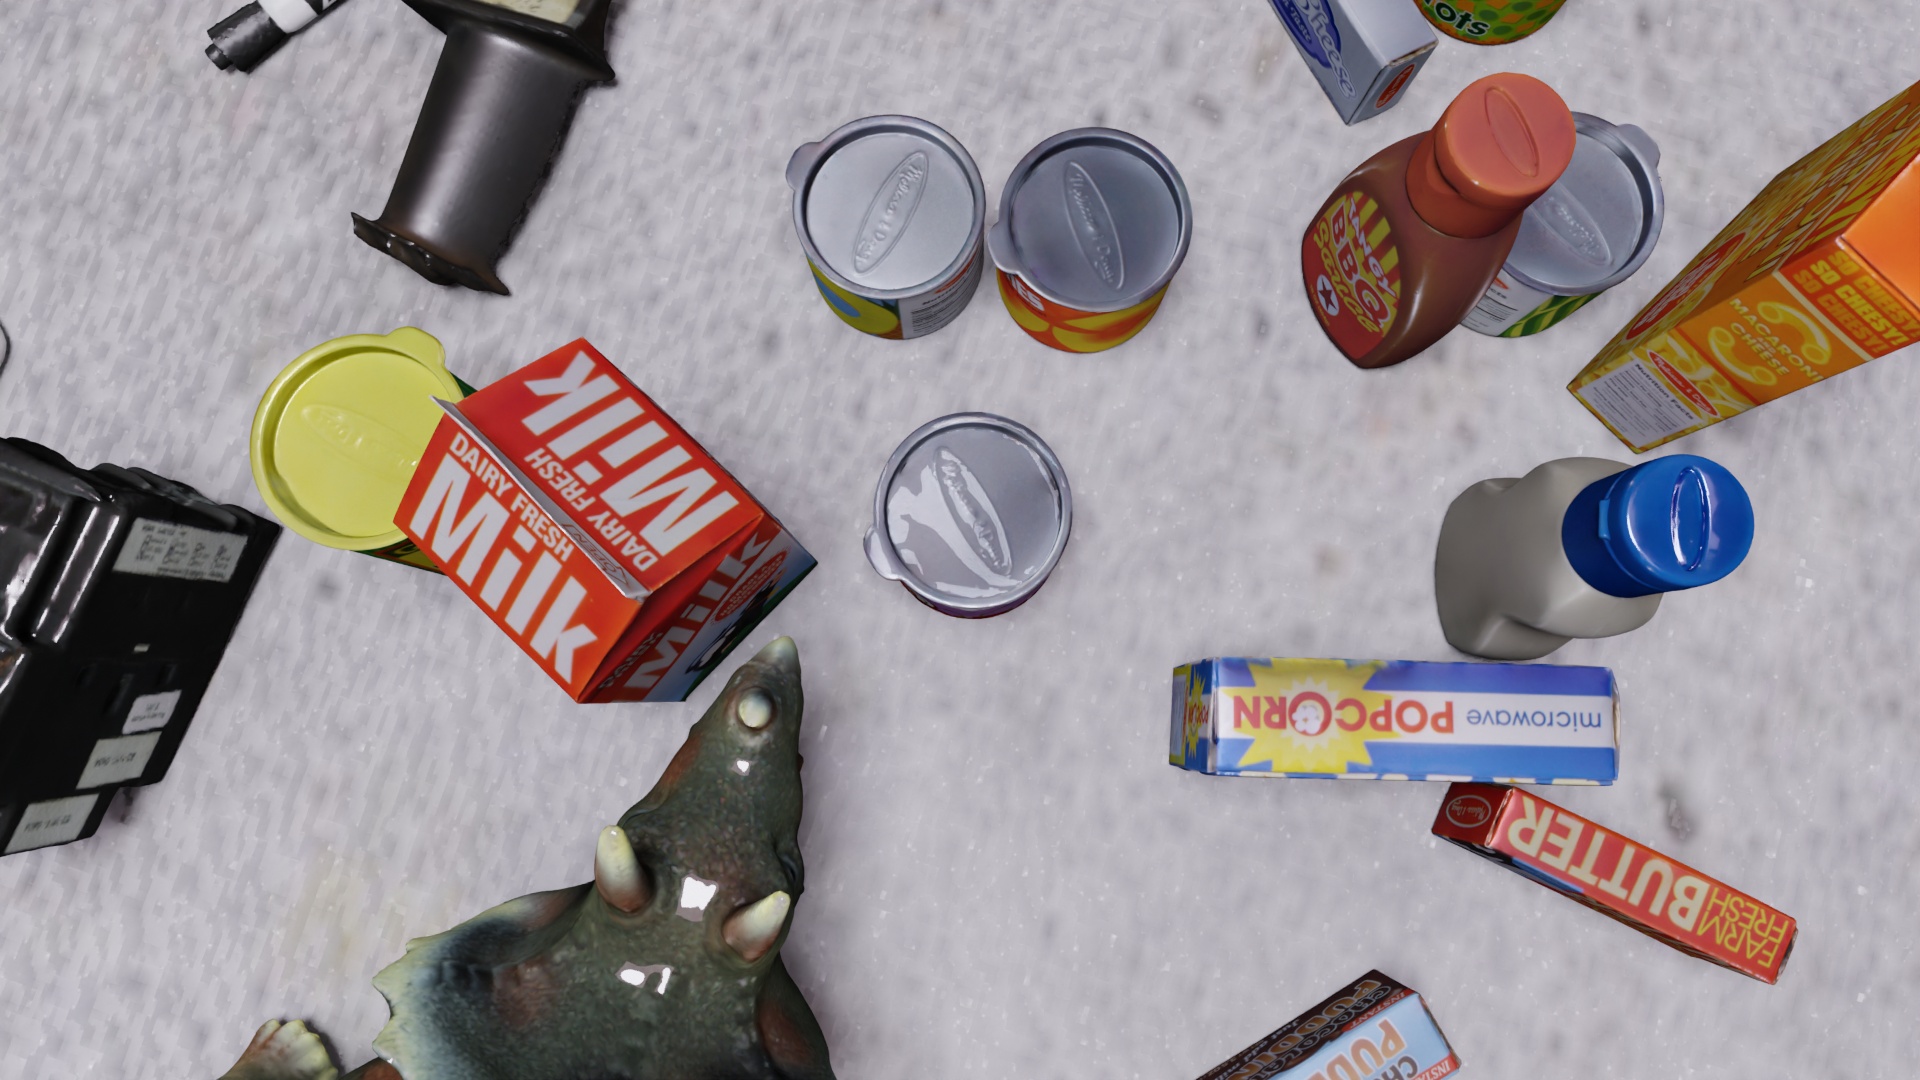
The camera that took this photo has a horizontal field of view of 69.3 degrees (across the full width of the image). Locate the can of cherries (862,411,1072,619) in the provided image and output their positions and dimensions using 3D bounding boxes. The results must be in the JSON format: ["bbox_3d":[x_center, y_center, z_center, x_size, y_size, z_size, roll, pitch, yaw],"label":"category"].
[{"bbox_3d":[0.002,-0.006,0.486,0.071,0.058,0.071,0,83,0],"label":"can of cherries"}]

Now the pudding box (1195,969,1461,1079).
[{"bbox_3d":[0.119,0.181,0.465,0.084,0.049,0.030,-30,84,-4],"label":"pudding box"}]

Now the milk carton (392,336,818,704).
[{"bbox_3d":[-0.101,0.000,0.419,0.072,0.190,0.073,43,85,5],"label":"milk carton"}]

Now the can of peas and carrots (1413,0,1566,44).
[{"bbox_3d":[0.203,-0.226,0.516,0.071,0.058,0.071,0,83,0],"label":"can of peas and carrots"}]

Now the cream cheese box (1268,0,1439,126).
[{"bbox_3d":[0.134,-0.210,0.516,0.024,0.053,0.104,-28,83,-3],"label":"cream cheese box"}]

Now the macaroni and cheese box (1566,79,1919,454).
[{"bbox_3d":[0.283,-0.097,0.444,0.124,0.166,0.040,-44,85,-5],"label":"macaroni and cheese box"}]

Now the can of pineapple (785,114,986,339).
[{"bbox_3d":[-0.025,-0.112,0.501,0.071,0.058,0.071,0,83,0],"label":"can of pineapple"}]

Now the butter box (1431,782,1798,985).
[{"bbox_3d":[0.220,0.114,0.473,0.103,0.053,0.024,25,84,3],"label":"butter box"}]

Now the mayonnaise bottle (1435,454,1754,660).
[{"bbox_3d":[0.193,0.004,0.440,0.041,0.148,0.065,4,83,1],"label":"mayonnaise bottle"}]

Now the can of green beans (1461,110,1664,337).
[{"bbox_3d":[0.207,-0.112,0.501,0.071,0.057,0.071,0,83,0],"label":"can of green beans"}]

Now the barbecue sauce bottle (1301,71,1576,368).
[{"bbox_3d":[0.152,-0.103,0.454,0.044,0.148,0.065,-21,83,-2],"label":"barbecue sauce bottle"}]

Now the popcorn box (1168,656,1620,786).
[{"bbox_3d":[0.139,0.060,0.464,0.127,0.085,0.038,1,83,0],"label":"popcorn box"}]

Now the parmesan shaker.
[{"bbox_3d":[-0.178,-0.026,0.467,0.071,0.103,0.071,0,83,0],"label":"parmesan shaker"}]

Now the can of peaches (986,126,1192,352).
[{"bbox_3d":[0.044,-0.105,0.500,0.071,0.058,0.071,0,83,0],"label":"can of peaches"}]
